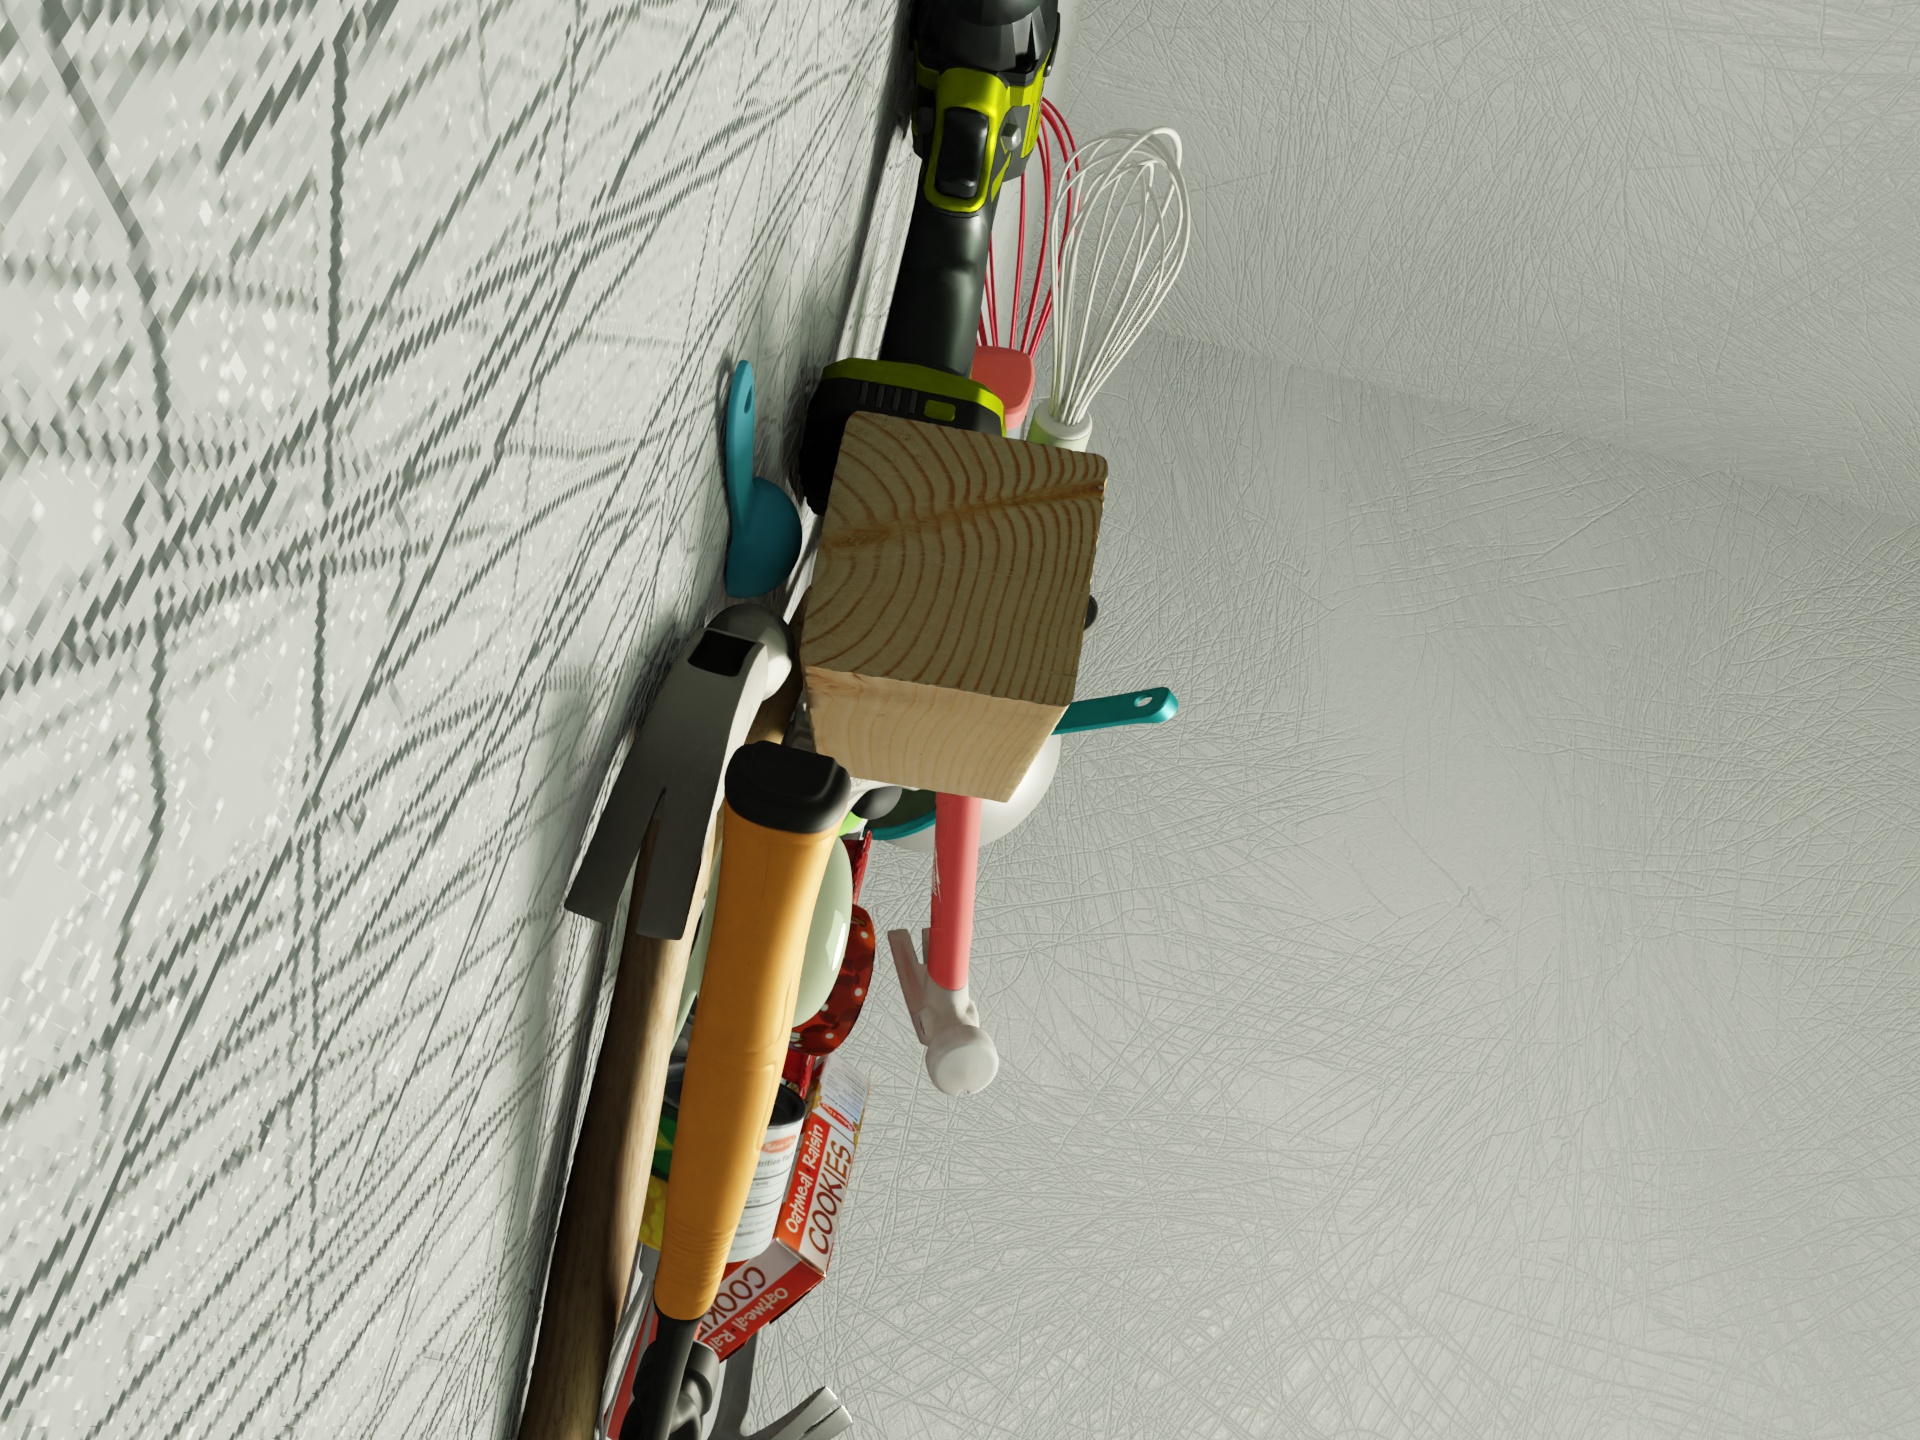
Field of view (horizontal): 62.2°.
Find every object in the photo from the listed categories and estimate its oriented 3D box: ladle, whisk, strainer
[{"bbox_3d":[-0.069,-0.037,0.711,0.316,0.031,0.069,-73,176,-48],"label":"ladle"},{"bbox_3d":[-0.130,0.242,0.703,0.055,0.055,0.239,-76,176,-79],"label":"whisk"},{"bbox_3d":[0.023,-0.175,0.810,0.073,0.073,0.295,-76,168,-73],"label":"whisk"},{"bbox_3d":[0.053,0.030,1.267,0.340,0.095,0.211,-10,-137,45],"label":"strainer"},{"bbox_3d":[-0.036,0.021,1.004,0.284,0.070,0.070,-58,163,-77],"label":"whisk"},{"bbox_3d":[0.044,-0.129,0.644,0.059,0.058,0.246,-38,159,-34],"label":"whisk"}]

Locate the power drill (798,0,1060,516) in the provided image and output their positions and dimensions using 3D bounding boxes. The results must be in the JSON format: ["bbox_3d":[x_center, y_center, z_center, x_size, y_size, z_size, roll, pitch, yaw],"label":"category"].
[{"bbox_3d":[-0.006,-0.195,0.641,0.171,0.080,0.223,116,-16,-86],"label":"power drill"}]

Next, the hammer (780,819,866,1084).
[{"bbox_3d":[-0.128,0.221,1.167,0.146,0.035,0.335,111,-5,-62],"label":"hammer"}]

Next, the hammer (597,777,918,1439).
[{"bbox_3d":[-0.105,0.188,0.770,0.149,0.037,0.359,-5,114,-68],"label":"hammer"}]

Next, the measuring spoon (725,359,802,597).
[{"bbox_3d":[-0.060,-0.074,0.501,0.128,0.021,0.042,108,-4,-70],"label":"measuring spoon"}]

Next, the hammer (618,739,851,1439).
[{"bbox_3d":[-0.079,0.153,0.473,0.127,0.034,0.336,-79,-176,-58],"label":"hammer"}]

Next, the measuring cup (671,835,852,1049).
[{"bbox_3d":[-0.079,0.094,0.581,0.167,0.038,0.083,123,-29,-48],"label":"measuring cup"}]

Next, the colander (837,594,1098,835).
[{"bbox_3d":[-0.031,-0.052,1.224,0.397,0.204,0.094,-52,127,-49],"label":"colander"}]

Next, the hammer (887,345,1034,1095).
[{"bbox_3d":[-0.001,-0.003,0.828,0.143,0.038,0.386,-118,-152,-61],"label":"hammer"}]

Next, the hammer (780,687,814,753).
[{"bbox_3d":[-0.074,0.000,0.980,0.411,0.038,0.146,-78,-177,-76],"label":"hammer"}]

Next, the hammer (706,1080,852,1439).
[{"bbox_3d":[-0.137,0.368,1.127,0.406,0.144,0.035,-90,154,-65],"label":"hammer"}]

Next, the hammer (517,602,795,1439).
[{"bbox_3d":[-0.108,0.132,0.499,0.130,0.031,0.331,-78,-178,-74],"label":"hammer"}]
